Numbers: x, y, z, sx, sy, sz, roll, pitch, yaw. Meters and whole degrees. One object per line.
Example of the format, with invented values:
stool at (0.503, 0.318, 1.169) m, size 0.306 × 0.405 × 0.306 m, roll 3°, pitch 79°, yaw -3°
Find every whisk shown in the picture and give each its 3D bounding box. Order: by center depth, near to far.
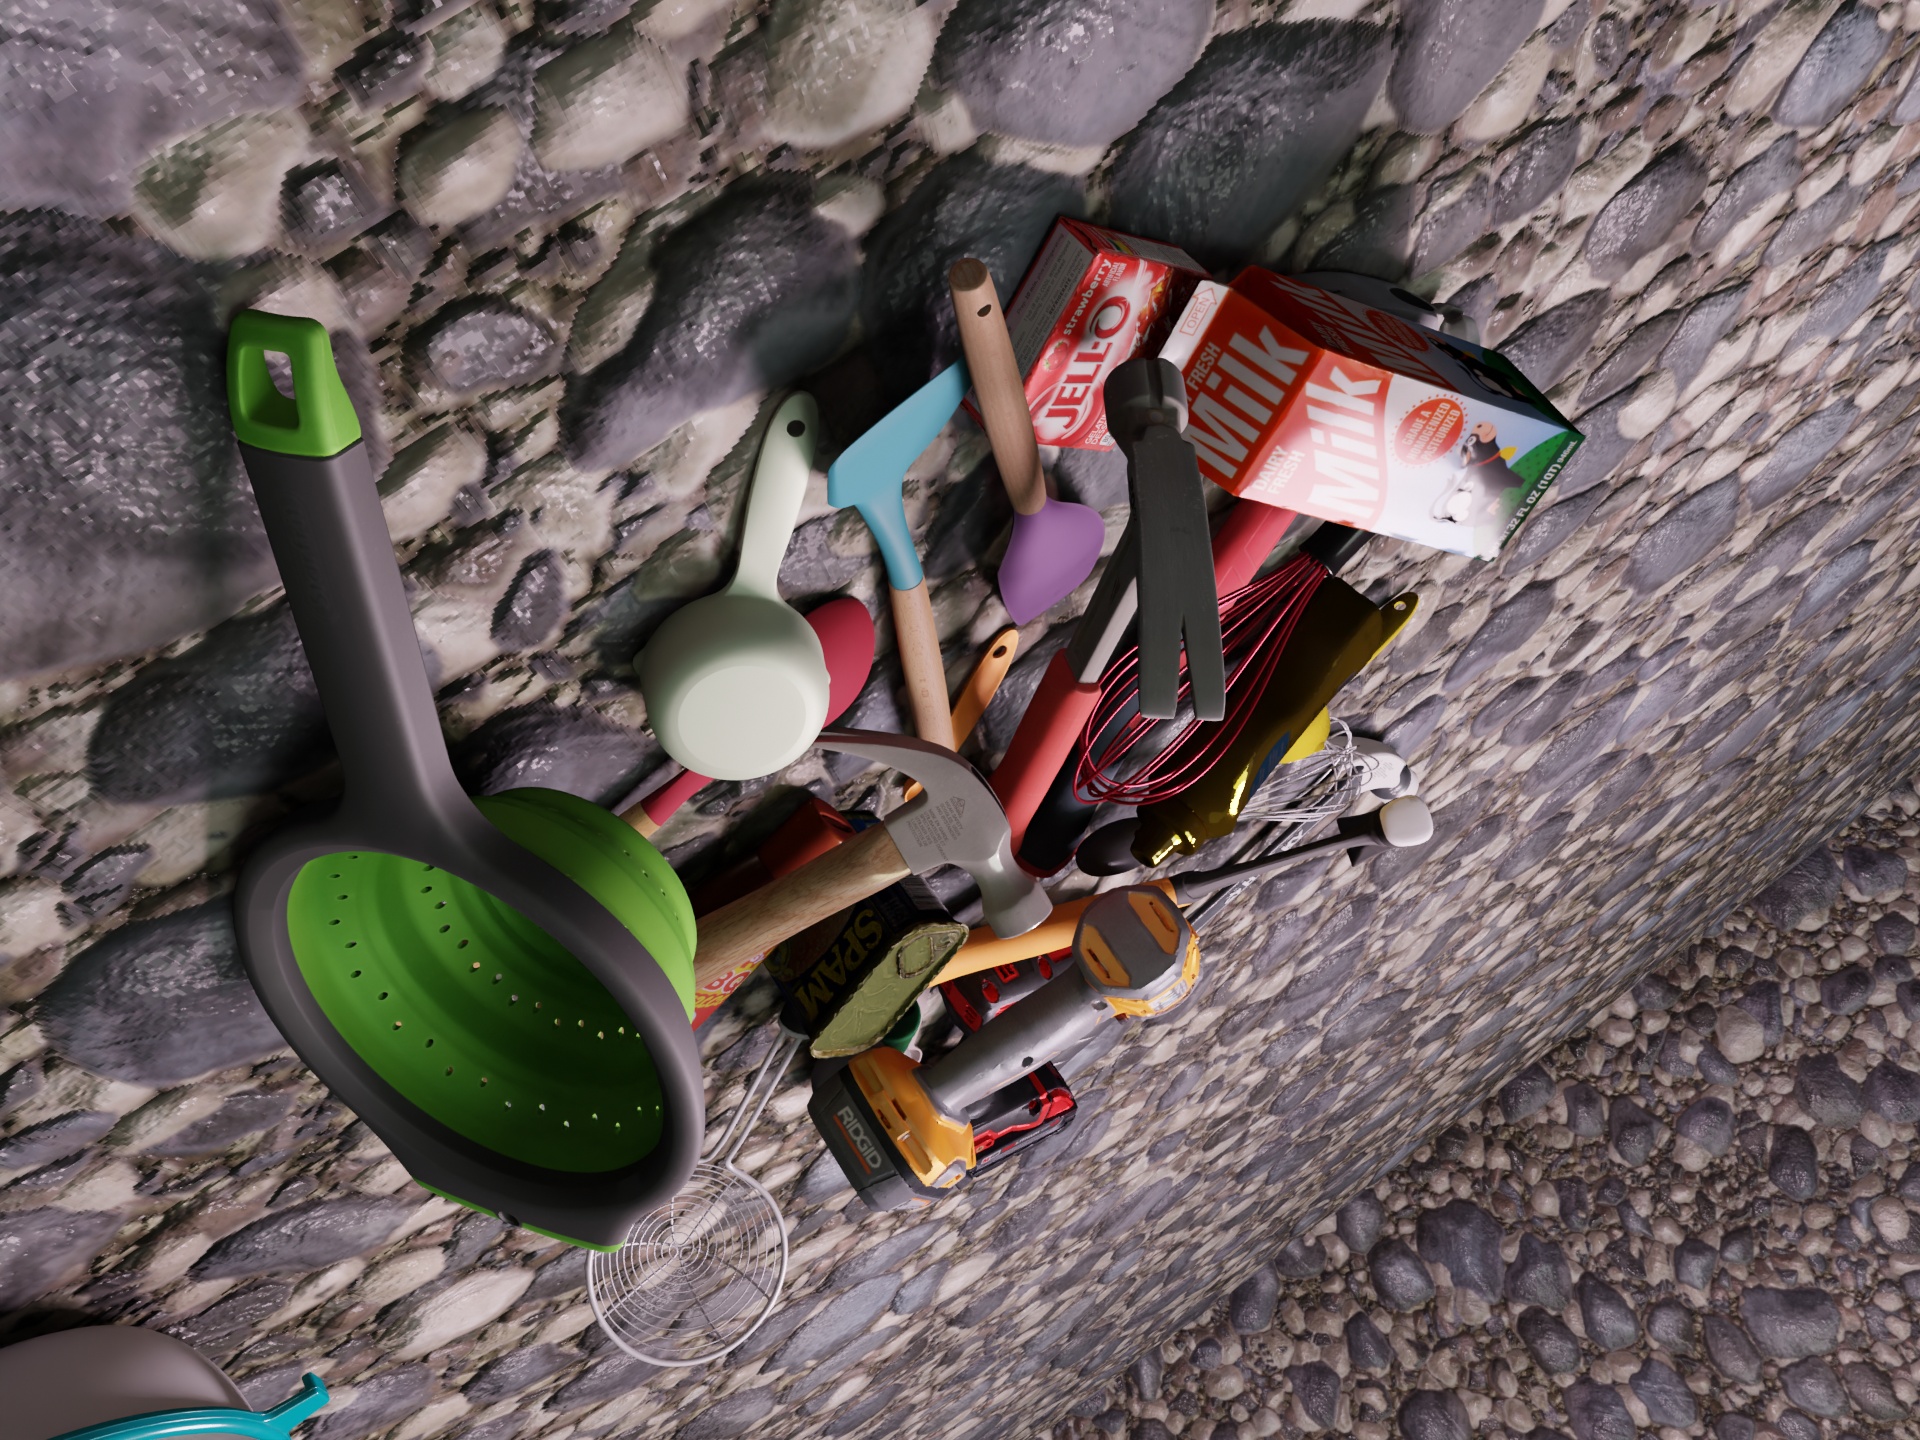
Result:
whisk at (0.162, -0.065, 0.788) m, size 0.296 × 0.073 × 0.073 m, roll -46°, pitch 150°, yaw 4°
whisk at (0.170, 0.051, 0.994) m, size 0.284 × 0.070 × 0.070 m, roll -16°, pitch 144°, yaw -43°

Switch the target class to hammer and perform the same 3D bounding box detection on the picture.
hammer at (0.046, 0.002, 0.727) m, size 0.036 × 0.149 × 0.359 m, roll 2°, pitch 155°, yaw -9°
hammer at (-0.130, 0.111, 0.753) m, size 0.331 × 0.130 × 0.031 m, roll -28°, pitch -169°, yaw 2°
hammer at (0.114, -0.057, 0.836) m, size 0.143 × 0.038 × 0.386 m, roll -3°, pitch 135°, yaw -44°
hammer at (0.118, 0.111, 0.994) m, size 0.337 × 0.034 × 0.127 m, roll -15°, pitch 171°, yaw -8°
hammer at (0.170, 0.159, 1.199) m, size 0.409 × 0.036 × 0.149 m, roll -45°, pitch 149°, yaw 11°

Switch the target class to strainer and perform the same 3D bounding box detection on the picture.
strainer at (-0.470, 0.393, 0.767) m, size 0.210 × 0.095 × 0.340 m, roll 9°, pitch 128°, yaw -49°

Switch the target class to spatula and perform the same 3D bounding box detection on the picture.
spatula at (0.027, -0.101, 0.645) m, size 0.060 × 0.018 × 0.315 m, roll -36°, pitch 163°, yaw -1°
spatula at (-0.015, -0.040, 0.704) m, size 0.082 × 0.044 × 0.317 m, roll -42°, pitch 151°, yaw -20°

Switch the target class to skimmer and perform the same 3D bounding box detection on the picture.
skimmer at (-0.119, 0.242, 0.941) m, size 0.127 × 0.090 × 0.363 m, roll 19°, pitch 122°, yaw -16°

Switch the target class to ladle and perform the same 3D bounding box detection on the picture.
ladle at (-0.159, 0.056, 0.707) m, size 0.315 × 0.031 × 0.069 m, roll -38°, pitch 152°, yaw 3°

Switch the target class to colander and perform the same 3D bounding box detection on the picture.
colander at (-0.174, 0.029, 0.582) m, size 0.094 × 0.204 × 0.396 m, roll -56°, pitch 153°, yaw -48°

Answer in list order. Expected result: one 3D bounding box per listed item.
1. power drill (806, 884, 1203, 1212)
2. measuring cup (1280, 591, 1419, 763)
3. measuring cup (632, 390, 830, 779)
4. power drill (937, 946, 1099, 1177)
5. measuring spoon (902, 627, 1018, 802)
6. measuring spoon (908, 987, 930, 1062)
power drill at (0.041, 0.184, 0.906) m, size 0.226 × 0.084 × 0.185 m, roll -36°, pitch 160°, yaw 0°
measuring cup at (0.233, -0.036, 0.993) m, size 0.156 × 0.062 × 0.029 m, roll -43°, pitch 137°, yaw -14°
measuring cup at (-0.078, -0.046, 0.622) m, size 0.083 × 0.038 × 0.167 m, roll 6°, pitch 125°, yaw -19°
power drill at (0.042, 0.214, 1.098) m, size 0.143 × 0.079 × 0.219 m, roll -20°, pitch 143°, yaw -30°
measuring spoon at (-0.001, -0.003, 0.816) m, size 0.021 × 0.011 × 0.117 m, roll 2°, pitch 128°, yaw -42°
measuring spoon at (-0.037, 0.194, 1.046) m, size 0.034 × 0.018 × 0.124 m, roll -16°, pitch 137°, yaw -31°
